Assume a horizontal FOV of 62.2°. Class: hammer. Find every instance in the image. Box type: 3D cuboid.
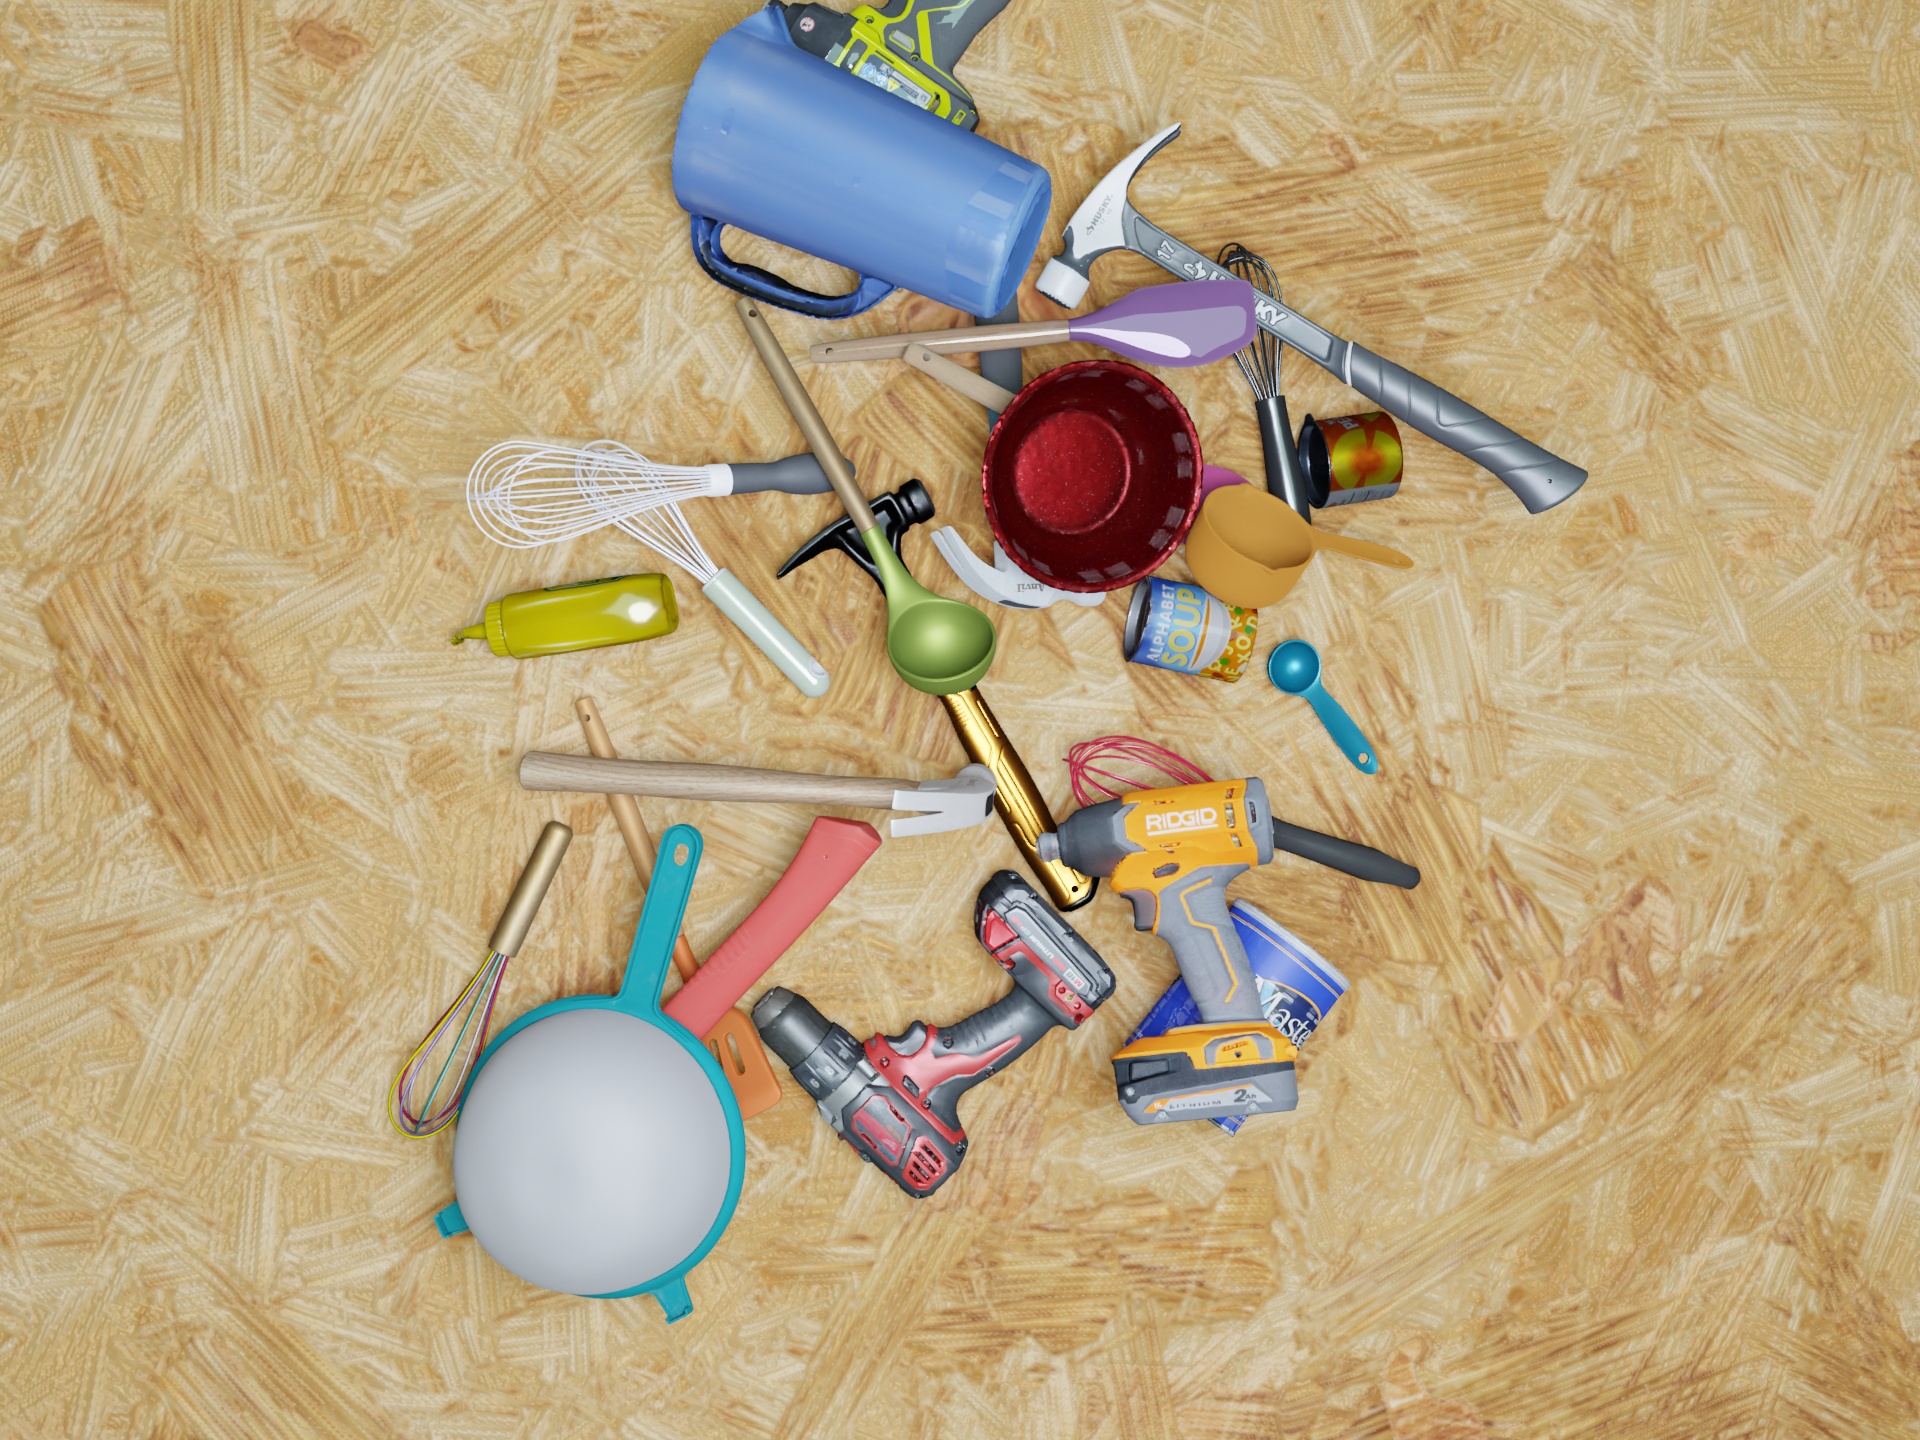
[{"bbox_3d":[-0.002,-0.004,1.172,0.127,0.034,0.337,-31,93,-6],"label":"hammer"},{"bbox_3d":[0.032,-0.246,1.166,0.128,0.033,0.331,-4,87,-25],"label":"hammer"},{"bbox_3d":[-0.180,0.210,1.113,0.149,0.036,0.359,44,97,6],"label":"hammer"},{"bbox_3d":[-0.143,0.046,1.103,0.331,0.130,0.031,3,98,5],"label":"hammer"},{"bbox_3d":[0.263,-0.270,1.136,0.409,0.036,0.149,32,100,2],"label":"hammer"}]

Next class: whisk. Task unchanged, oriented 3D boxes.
[{"bbox_3d":[-0.185,-0.107,1.151,0.246,0.058,0.059,46,120,-7],"label":"whisk"},{"bbox_3d":[-0.340,0.184,1.135,0.047,0.051,0.245,25,85,0],"label":"whisk"},{"bbox_3d":[-0.199,-0.165,1.100,0.284,0.070,0.070,-10,92,-31],"label":"whisk"},{"bbox_3d":[0.211,0.076,1.184,0.295,0.073,0.073,19,89,-11],"label":"whisk"},{"bbox_3d":[0.229,-0.238,1.191,0.055,0.055,0.239,-14,96,-6],"label":"whisk"}]

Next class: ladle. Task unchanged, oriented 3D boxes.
[{"bbox_3d":[-0.074,-0.161,1.120,0.078,0.062,0.320,-29,91,-19],"label":"ladle"}]

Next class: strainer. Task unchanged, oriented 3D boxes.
[{"bbox_3d":[-0.239,0.235,1.057,0.211,0.095,0.340,17,95,9],"label":"strainer"}]

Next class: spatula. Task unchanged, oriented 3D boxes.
[{"bbox_3d":[0.051,-0.271,1.125,0.316,0.018,0.060,-4,94,2],"label":"spatula"},{"bbox_3d":[-0.217,0.135,1.147,0.081,0.041,0.322,-21,91,8],"label":"spatula"}]

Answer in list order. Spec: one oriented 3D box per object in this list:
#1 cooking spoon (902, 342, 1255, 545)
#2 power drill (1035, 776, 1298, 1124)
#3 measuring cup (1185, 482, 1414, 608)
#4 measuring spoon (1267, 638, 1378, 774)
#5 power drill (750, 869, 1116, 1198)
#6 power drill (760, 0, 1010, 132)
[{"bbox_3d":[0.099,-0.196,1.159,0.318,0.017,0.069,24,87,-19],"label":"cooking spoon"},{"bbox_3d":[0.141,0.157,1.086,0.164,0.084,0.227,-7,75,6],"label":"power drill"},{"bbox_3d":[0.246,-0.116,1.164,0.173,0.052,0.095,10,46,-18],"label":"measuring cup"},{"bbox_3d":[0.276,-0.009,1.214,0.042,0.021,0.128,-41,103,-5],"label":"measuring spoon"},{"bbox_3d":[-0.020,0.209,1.153,0.226,0.080,0.188,-45,94,-1],"label":"power drill"},{"bbox_3d":[-0.023,-0.533,1.147,0.171,0.080,0.223,34,90,-5],"label":"power drill"}]
